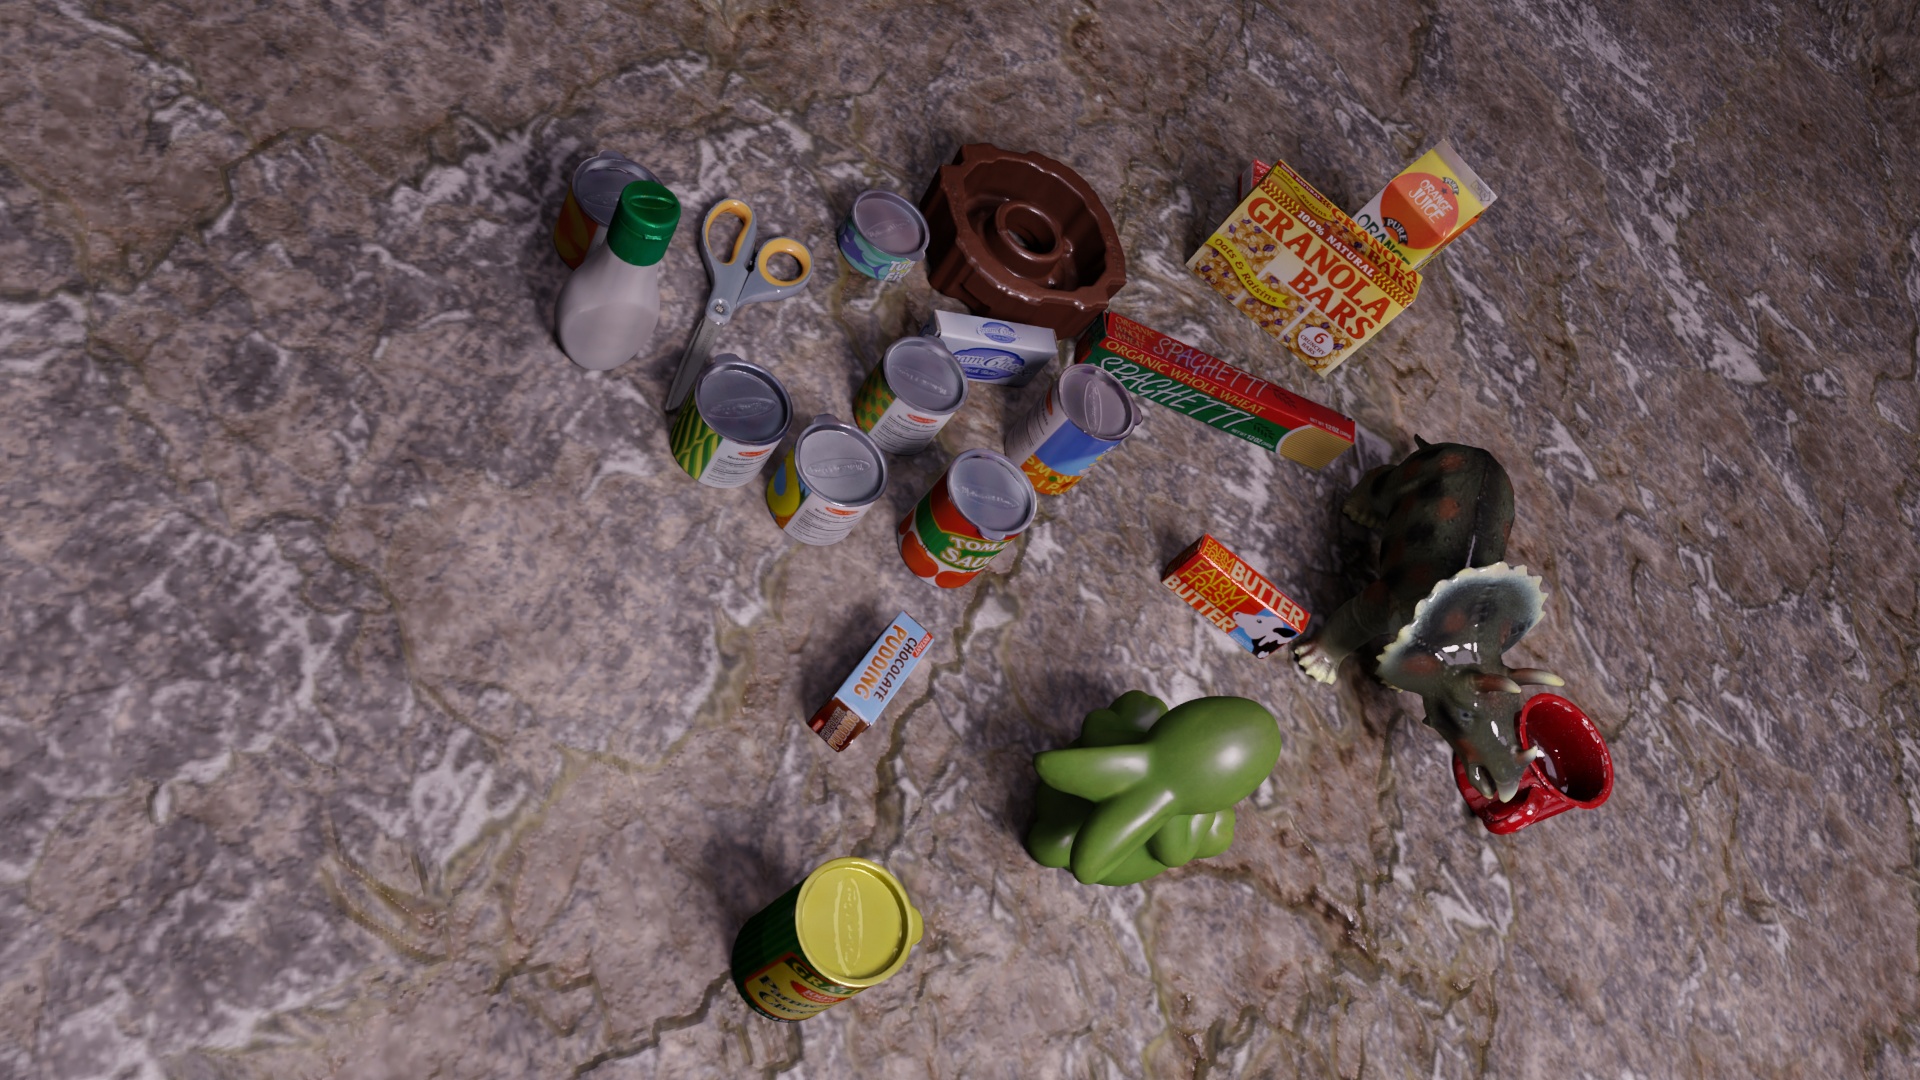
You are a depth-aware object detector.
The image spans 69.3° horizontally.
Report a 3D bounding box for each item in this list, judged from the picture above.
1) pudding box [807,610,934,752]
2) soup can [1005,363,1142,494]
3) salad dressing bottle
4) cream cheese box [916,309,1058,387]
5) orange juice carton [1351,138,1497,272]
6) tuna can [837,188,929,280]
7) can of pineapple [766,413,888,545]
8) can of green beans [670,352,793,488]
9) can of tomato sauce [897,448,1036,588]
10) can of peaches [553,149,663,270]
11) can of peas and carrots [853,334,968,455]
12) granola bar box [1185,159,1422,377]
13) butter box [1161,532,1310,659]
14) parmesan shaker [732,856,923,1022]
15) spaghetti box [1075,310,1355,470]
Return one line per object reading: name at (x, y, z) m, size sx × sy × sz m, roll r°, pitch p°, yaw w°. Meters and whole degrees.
pudding box at (-0.055, 0.088, 0.873) m, size 0.030 × 0.049 × 0.084 m, roll 41°, pitch 50°, yaw -3°
soup can at (0.083, -0.081, 1.034) m, size 0.071 × 0.083 × 0.071 m, roll 14°, pitch 56°, yaw -22°
salad dressing bottle at (-0.213, -0.164, 0.872) m, size 0.064 × 0.147 × 0.044 m, roll -2°, pitch 63°, yaw -31°
cream cheese box at (0.017, -0.144, 1.054) m, size 0.104 × 0.053 × 0.024 m, roll 5°, pitch 60°, yaw -28°
orange juice carton at (0.394, -0.275, 1.262) m, size 0.073 × 0.191 × 0.072 m, roll -32°, pitch 81°, yaw -39°
tuna can at (-0.059, -0.235, 1.079) m, size 0.071 × 0.032 × 0.071 m, roll 14°, pitch 56°, yaw -22°
can of pineapple at (-0.089, -0.039, 0.926) m, size 0.071 × 0.057 × 0.071 m, roll 14°, pitch 56°, yaw -22°
can of green beans at (-0.151, -0.076, 0.912) m, size 0.071 × 0.057 × 0.071 m, roll 14°, pitch 56°, yaw -22°
can of tomato sauce at (0.003, -0.012, 0.946) m, size 0.071 × 0.082 × 0.071 m, roll 14°, pitch 56°, yaw -22°
can of peaches at (-0.239, -0.220, 0.949) m, size 0.071 × 0.057 × 0.071 m, roll 14°, pitch 56°, yaw -22°
can of peas and carrots at (-0.036, -0.105, 0.996) m, size 0.071 × 0.058 × 0.071 m, roll 14°, pitch 56°, yaw -22°
granola bar box at (0.303, -0.239, 1.231) m, size 0.165 × 0.123 × 0.039 m, roll 38°, pitch 50°, yaw -5°
butter box at (0.207, 0.043, 1.050) m, size 0.103 × 0.053 × 0.024 m, roll 38°, pitch 50°, yaw -5°
parmesan shaker at (-0.074, 0.218, 0.749) m, size 0.071 × 0.102 × 0.071 m, roll 15°, pitch 56°, yaw -22°
spaghetti box at (0.214, -0.122, 1.157) m, size 0.250 × 0.050 × 0.029 m, roll 20°, pitch 54°, yaw -18°
